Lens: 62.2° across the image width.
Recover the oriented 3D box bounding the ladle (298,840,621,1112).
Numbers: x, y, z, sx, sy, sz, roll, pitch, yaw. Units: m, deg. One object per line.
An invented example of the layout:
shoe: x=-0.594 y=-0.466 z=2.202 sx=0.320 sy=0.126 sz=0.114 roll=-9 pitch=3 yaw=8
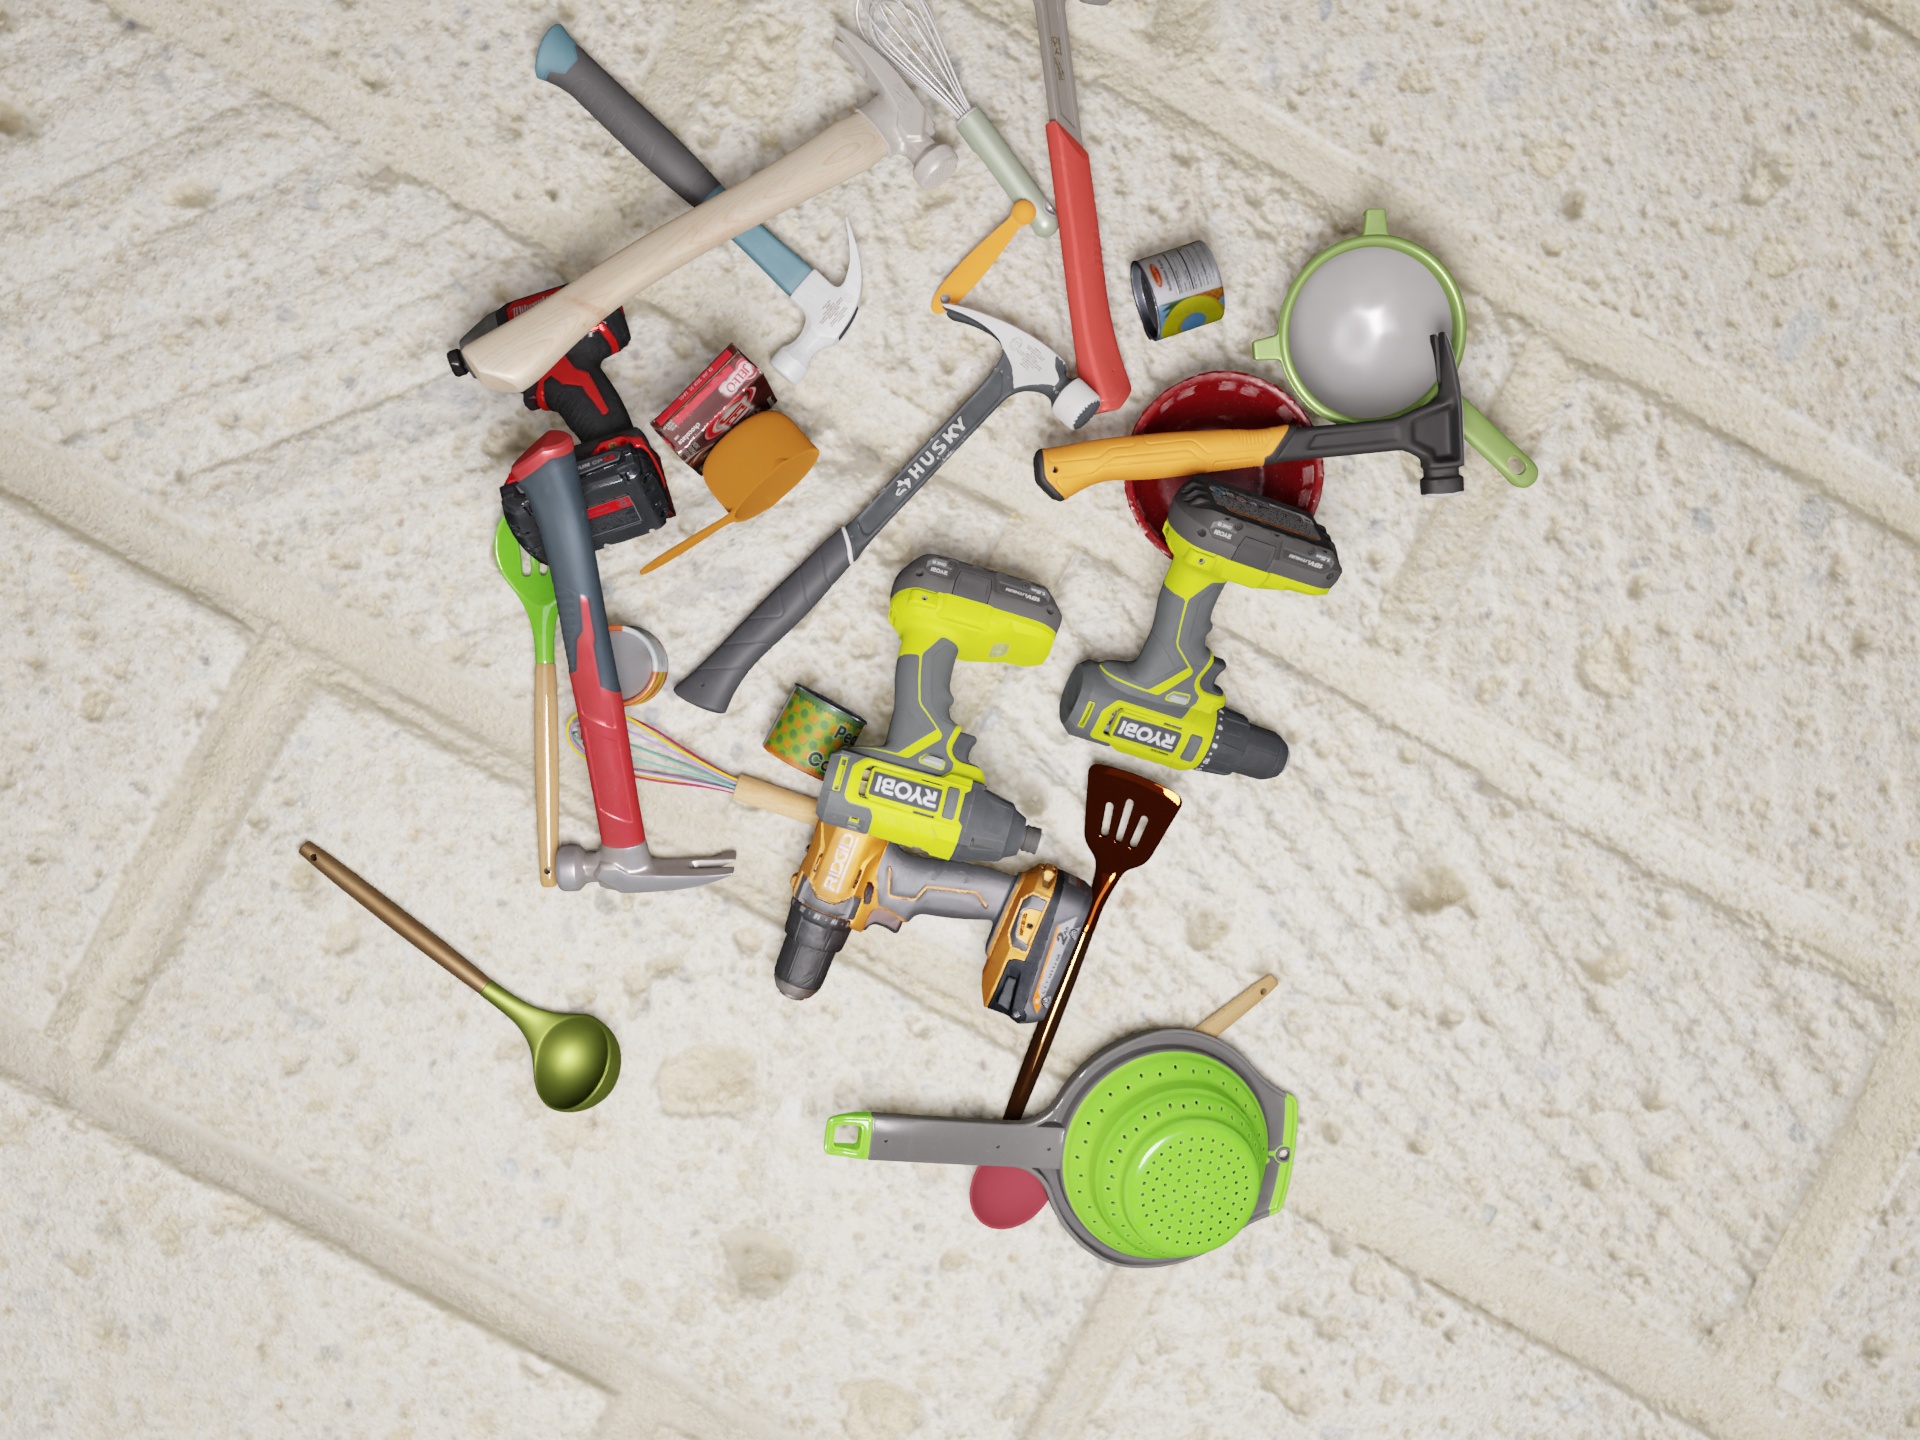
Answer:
ladle: x=-0.407 y=0.200 z=1.280 sx=0.320 sy=0.062 sz=0.078 roll=38 pitch=88 yaw=-1

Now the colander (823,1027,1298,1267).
colander: x=0.093 y=0.350 z=1.256 sx=0.397 sy=0.094 sz=0.204 roll=6 pitch=96 yaw=-11

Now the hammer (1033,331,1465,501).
hammer: x=0.224 y=-0.221 z=1.240 sx=0.337 sy=0.034 sz=0.127 roll=-7 pitch=100 yaw=-1

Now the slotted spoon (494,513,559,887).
slotted spoon: x=-0.338 y=-0.021 z=1.289 sx=0.070 sy=0.031 sz=0.314 roll=-1 pitch=94 yaw=-2

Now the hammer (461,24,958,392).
hammer: x=-0.204 y=-0.384 z=1.221 sx=0.410 sy=0.038 sz=0.146 roll=-36 pitch=85 yaw=-15

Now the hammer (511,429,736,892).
hammer: x=-0.260 y=-0.032 z=1.196 sx=0.143 sy=0.038 sz=0.386 roll=-3 pitch=122 yaw=-1

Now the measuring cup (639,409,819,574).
measuring cup: x=-0.193 y=-0.180 z=1.246 sx=0.173 sy=0.095 sz=0.052 roll=-37 pitch=87 yaw=-17

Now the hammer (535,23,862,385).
hammer: x=-0.212 y=-0.428 z=1.276 sx=0.331 sy=0.033 sz=0.128 roll=43 pitch=91 yaw=-3

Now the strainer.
strainer: x=0.364 y=-0.277 z=1.290 sx=0.256 sy=0.069 sz=0.151 roll=39 pitch=95 yaw=-9

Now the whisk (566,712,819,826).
whisk: x=-0.202 y=0.044 z=1.289 sx=0.245 sy=0.051 sz=0.047 roll=19 pitch=86 yaw=-6

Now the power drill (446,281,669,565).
power drill: x=-0.312 y=-0.237 z=1.223 sx=0.143 sy=0.078 sz=0.220 roll=-18 pitch=63 yaw=-2

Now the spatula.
spatula: x=0.091 y=0.195 z=1.307 sx=0.081 sy=0.041 sz=0.322 roll=21 pitch=93 yaw=14

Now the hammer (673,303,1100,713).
hammer: x=-0.081 y=-0.160 z=1.281 sx=0.409 sy=0.036 sz=0.149 roll=-45 pitch=78 yaw=3

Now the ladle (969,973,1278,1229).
ladle: x=0.137 y=0.310 z=1.320 sx=0.315 sy=0.031 sz=0.069 roll=-37 pitch=103 yaw=-3

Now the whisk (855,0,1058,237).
whisk: x=0.000 y=-0.491 z=1.280 sx=0.059 sy=0.058 sz=0.246 roll=-34 pitch=97 yaw=34

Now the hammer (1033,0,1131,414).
hammer: x=0.083 y=-0.424 z=1.263 sx=0.149 sy=0.037 sz=0.359 roll=-13 pitch=98 yaw=-36

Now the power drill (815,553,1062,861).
power drill: x=-0.002 y=-0.004 z=1.233 sx=0.171 sy=0.080 sz=0.223 roll=16 pitch=66 yaw=-3

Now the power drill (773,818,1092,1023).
power drill: x=-0.029 y=0.166 z=1.267 sx=0.226 sy=0.084 sz=0.185 roll=22 pitch=97 yaw=1

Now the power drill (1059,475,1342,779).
power drill: x=0.205 y=-0.059 z=1.253 sx=0.190 sy=0.080 sz=0.228 roll=17 pitch=118 yaw=-11

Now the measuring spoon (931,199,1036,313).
measuring spoon: x=0.017 y=-0.373 z=1.284 sx=0.021 sy=0.011 sz=0.117 roll=43 pitch=104 yaw=-8
